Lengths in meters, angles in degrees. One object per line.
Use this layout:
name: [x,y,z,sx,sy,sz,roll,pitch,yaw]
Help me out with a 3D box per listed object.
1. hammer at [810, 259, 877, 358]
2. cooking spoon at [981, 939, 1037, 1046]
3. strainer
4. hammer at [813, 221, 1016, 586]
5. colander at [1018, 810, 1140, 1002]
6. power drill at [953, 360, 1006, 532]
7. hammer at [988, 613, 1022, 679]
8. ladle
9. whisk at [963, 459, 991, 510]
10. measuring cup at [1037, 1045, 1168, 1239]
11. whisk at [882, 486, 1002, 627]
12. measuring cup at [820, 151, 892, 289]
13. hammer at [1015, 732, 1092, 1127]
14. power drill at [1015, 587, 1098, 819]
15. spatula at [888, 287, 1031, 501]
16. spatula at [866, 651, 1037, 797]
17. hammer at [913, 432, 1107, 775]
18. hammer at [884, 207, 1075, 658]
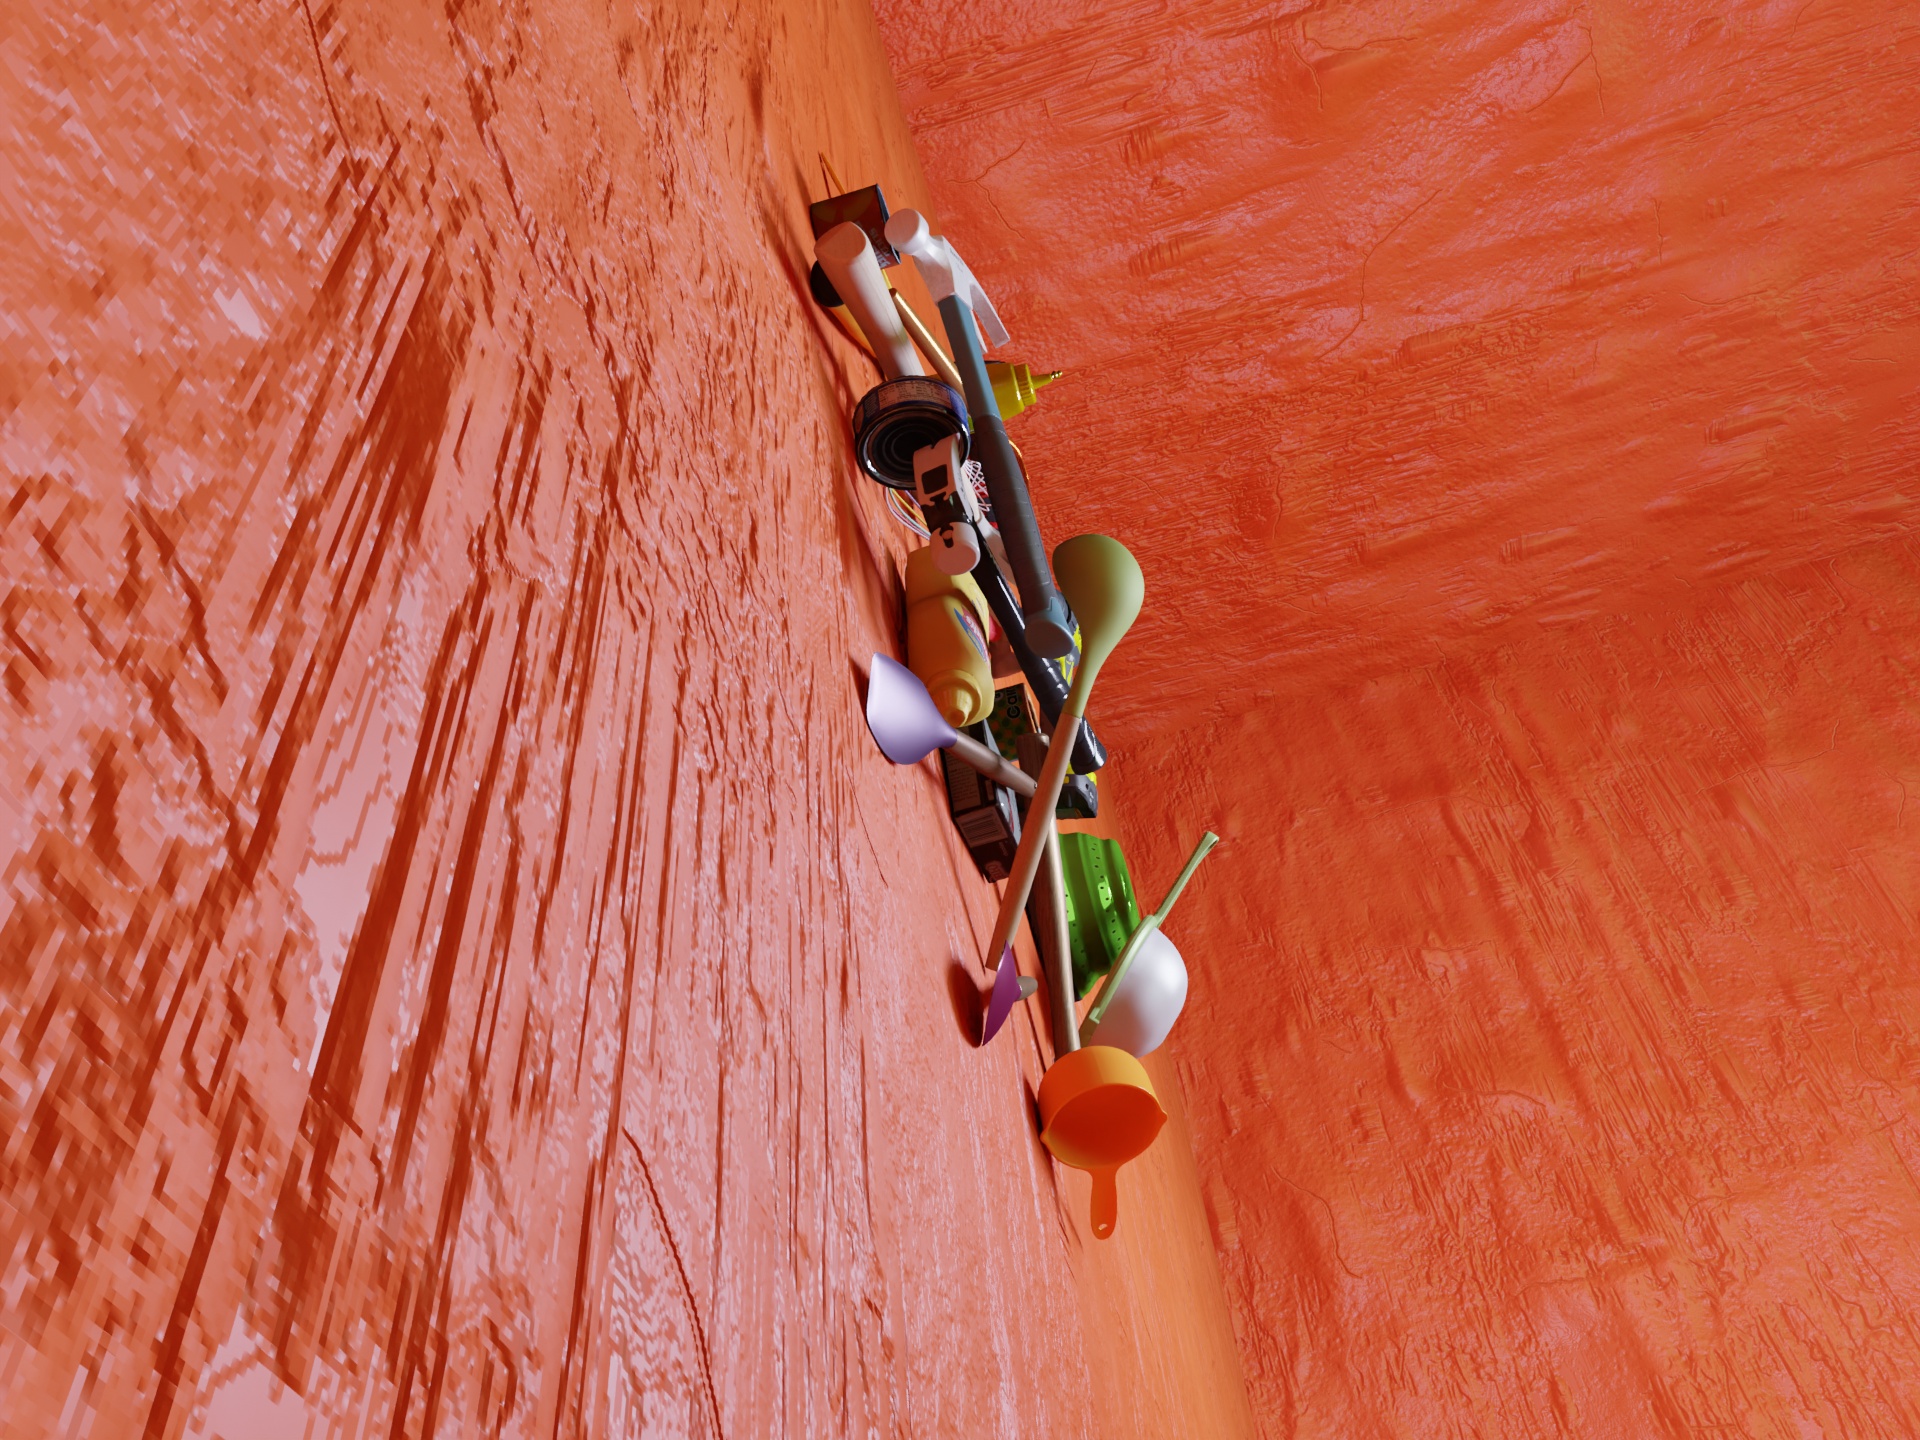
hammer: [-0.072,-0.316,1.329,0.337,0.034,0.127,-7,81,-83]
cooking spoon: [0.038,0.188,1.111,0.318,0.017,0.069,53,49,-80]
strainer: [0.190,0.216,1.451,0.256,0.069,0.151,-54,165,-23]
hammer: [-0.025,-0.237,1.239,0.146,0.038,0.410,43,-7,24]
colander: [0.104,0.145,1.475,0.396,0.094,0.205,62,15,-62]
power drill: [0.020,-0.278,1.759,0.143,0.078,0.220,100,-14,-61]
hammer: [0.010,-0.109,1.519,0.386,0.038,0.143,-17,91,-83]
ladle: [0.063,0.021,1.132,0.078,0.062,0.320,21,84,-38]
whisk: [-0.004,-0.240,1.512,0.284,0.070,0.070,56,19,-84]
measuring cup: [0.102,0.317,1.197,0.052,0.095,0.173,-107,-169,-55]
whisk: [-0.004,-0.144,1.306,0.244,0.047,0.051,49,30,-50]
measuring cup: [-0.104,-0.447,1.440,0.157,0.029,0.062,64,4,14]
hammer: [0.077,0.176,1.298,0.130,0.031,0.331,44,39,-83]
power drill: [0.094,-0.020,1.621,0.190,0.080,0.228,51,37,-77]
spatula: [0.004,-0.286,1.467,0.322,0.041,0.081,45,13,-52]
spatula: [0.000,0.019,1.061,0.315,0.018,0.060,32,60,-66]
hammer: [0.044,-0.069,1.194,0.334,0.035,0.146,57,16,-45]
hammer: [0.022,-0.199,1.127,0.128,0.033,0.331,25,47,-61]
